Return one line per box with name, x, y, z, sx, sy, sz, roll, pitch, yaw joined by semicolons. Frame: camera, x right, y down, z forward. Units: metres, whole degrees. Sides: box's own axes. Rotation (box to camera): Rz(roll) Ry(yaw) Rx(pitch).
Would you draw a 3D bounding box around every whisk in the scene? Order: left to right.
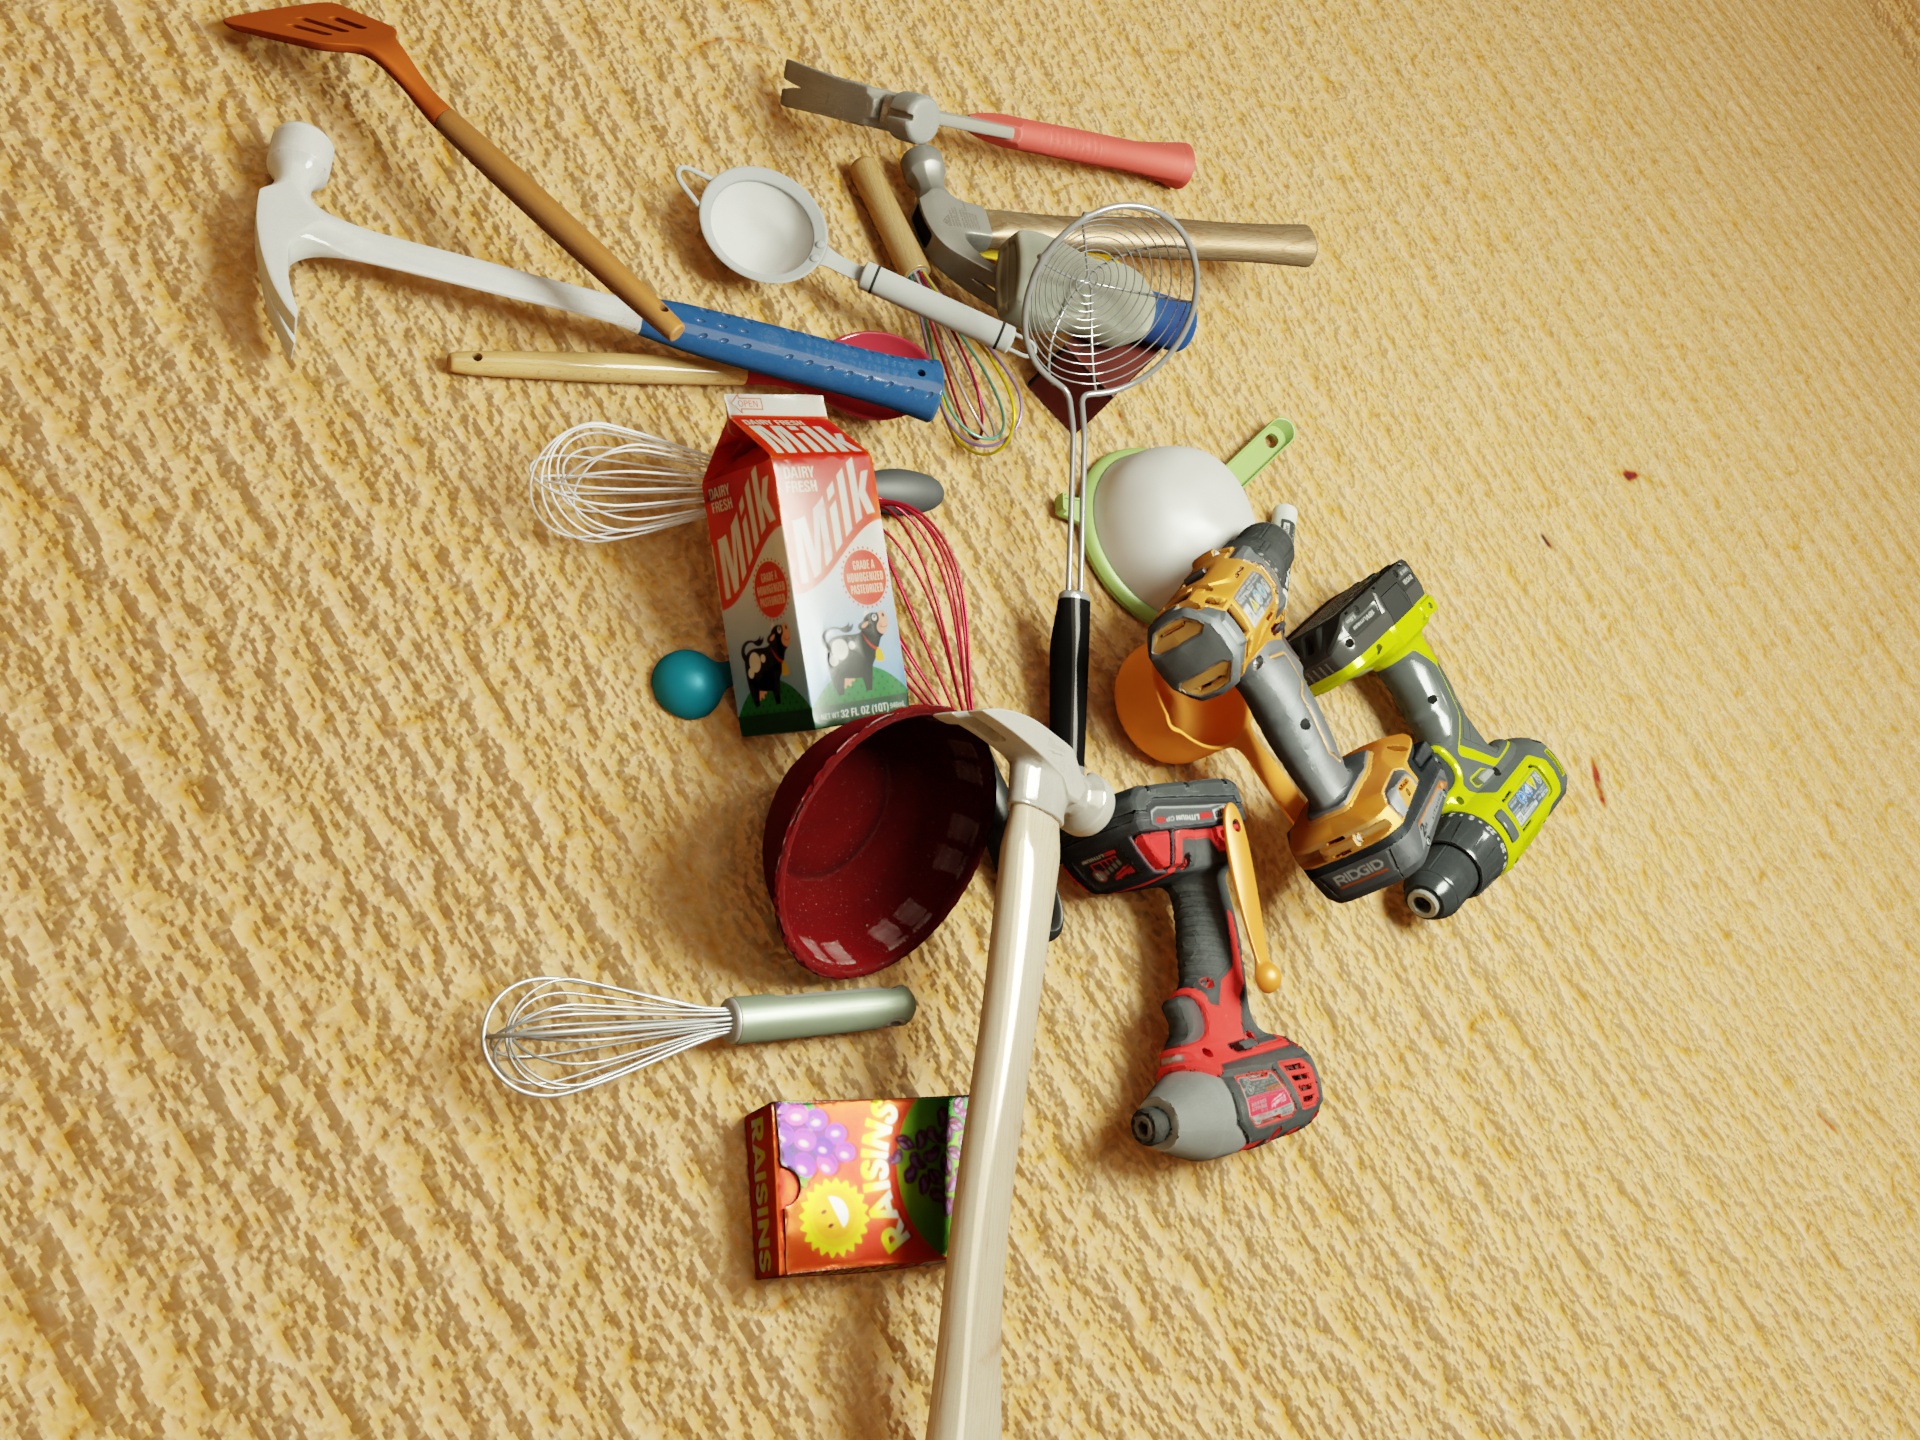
whisk;-0.126;0.155;0.822;0.246;0.058;0.059;2;69;-36
whisk;-0.124;-0.142;0.959;0.284;0.070;0.070;-5;71;-38
whisk;-0.025;-0.288;1.098;0.051;0.047;0.245;-16;72;-28
whisk;-0.002;-0.003;0.969;0.073;0.073;0.296;-20;86;-37

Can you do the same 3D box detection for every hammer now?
hammer;-0.201;-0.237;0.941;0.405;0.035;0.144;10;59;-23
hammer;0.013;0.196;0.813;0.146;0.038;0.411;35;56;-49
hammer;0.044;-0.439;1.189;0.359;0.036;0.149;-9;31;-43
hammer;0.122;-0.358;1.181;0.331;0.031;0.130;-4;65;-23

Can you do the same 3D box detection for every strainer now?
strainer;-0.069;-0.293;1.046;0.258;0.050;0.087;23;66;-7
strainer;0.193;-0.169;1.155;0.151;0.069;0.256;49;54;-3

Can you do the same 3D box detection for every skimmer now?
skimmer;0.091;-0.143;1.014;0.127;0.090;0.363;8;79;-30

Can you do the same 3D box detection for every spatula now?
spatula;-0.282;-0.323;0.916;0.322;0.041;0.081;43;43;4

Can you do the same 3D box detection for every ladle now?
ladle;-0.158;-0.217;0.989;0.315;0.031;0.069;-5;67;-31

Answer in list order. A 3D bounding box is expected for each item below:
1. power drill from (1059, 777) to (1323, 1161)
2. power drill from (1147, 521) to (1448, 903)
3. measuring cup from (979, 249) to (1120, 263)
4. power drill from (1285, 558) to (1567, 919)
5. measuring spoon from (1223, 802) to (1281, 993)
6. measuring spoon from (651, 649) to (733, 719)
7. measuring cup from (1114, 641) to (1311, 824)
power drill;0.134;0.152;0.959;0.143;0.078;0.220;-3;73;-43
power drill;0.224;-0.018;1.039;0.226;0.084;0.185;52;38;-9
measuring cup;0.047;-0.335;1.178;0.156;0.029;0.062;9;61;-15
power drill;0.329;0.016;1.150;0.190;0.080;0.228;-37;93;-39
measuring spoon;0.176;0.105;0.956;0.021;0.011;0.117;2;73;-43
measuring spoon;-0.119;-0.035;0.929;0.128;0.021;0.042;-18;79;-35
measuring cup;0.171;0.017;1.069;0.173;0.052;0.095;51;50;-10
